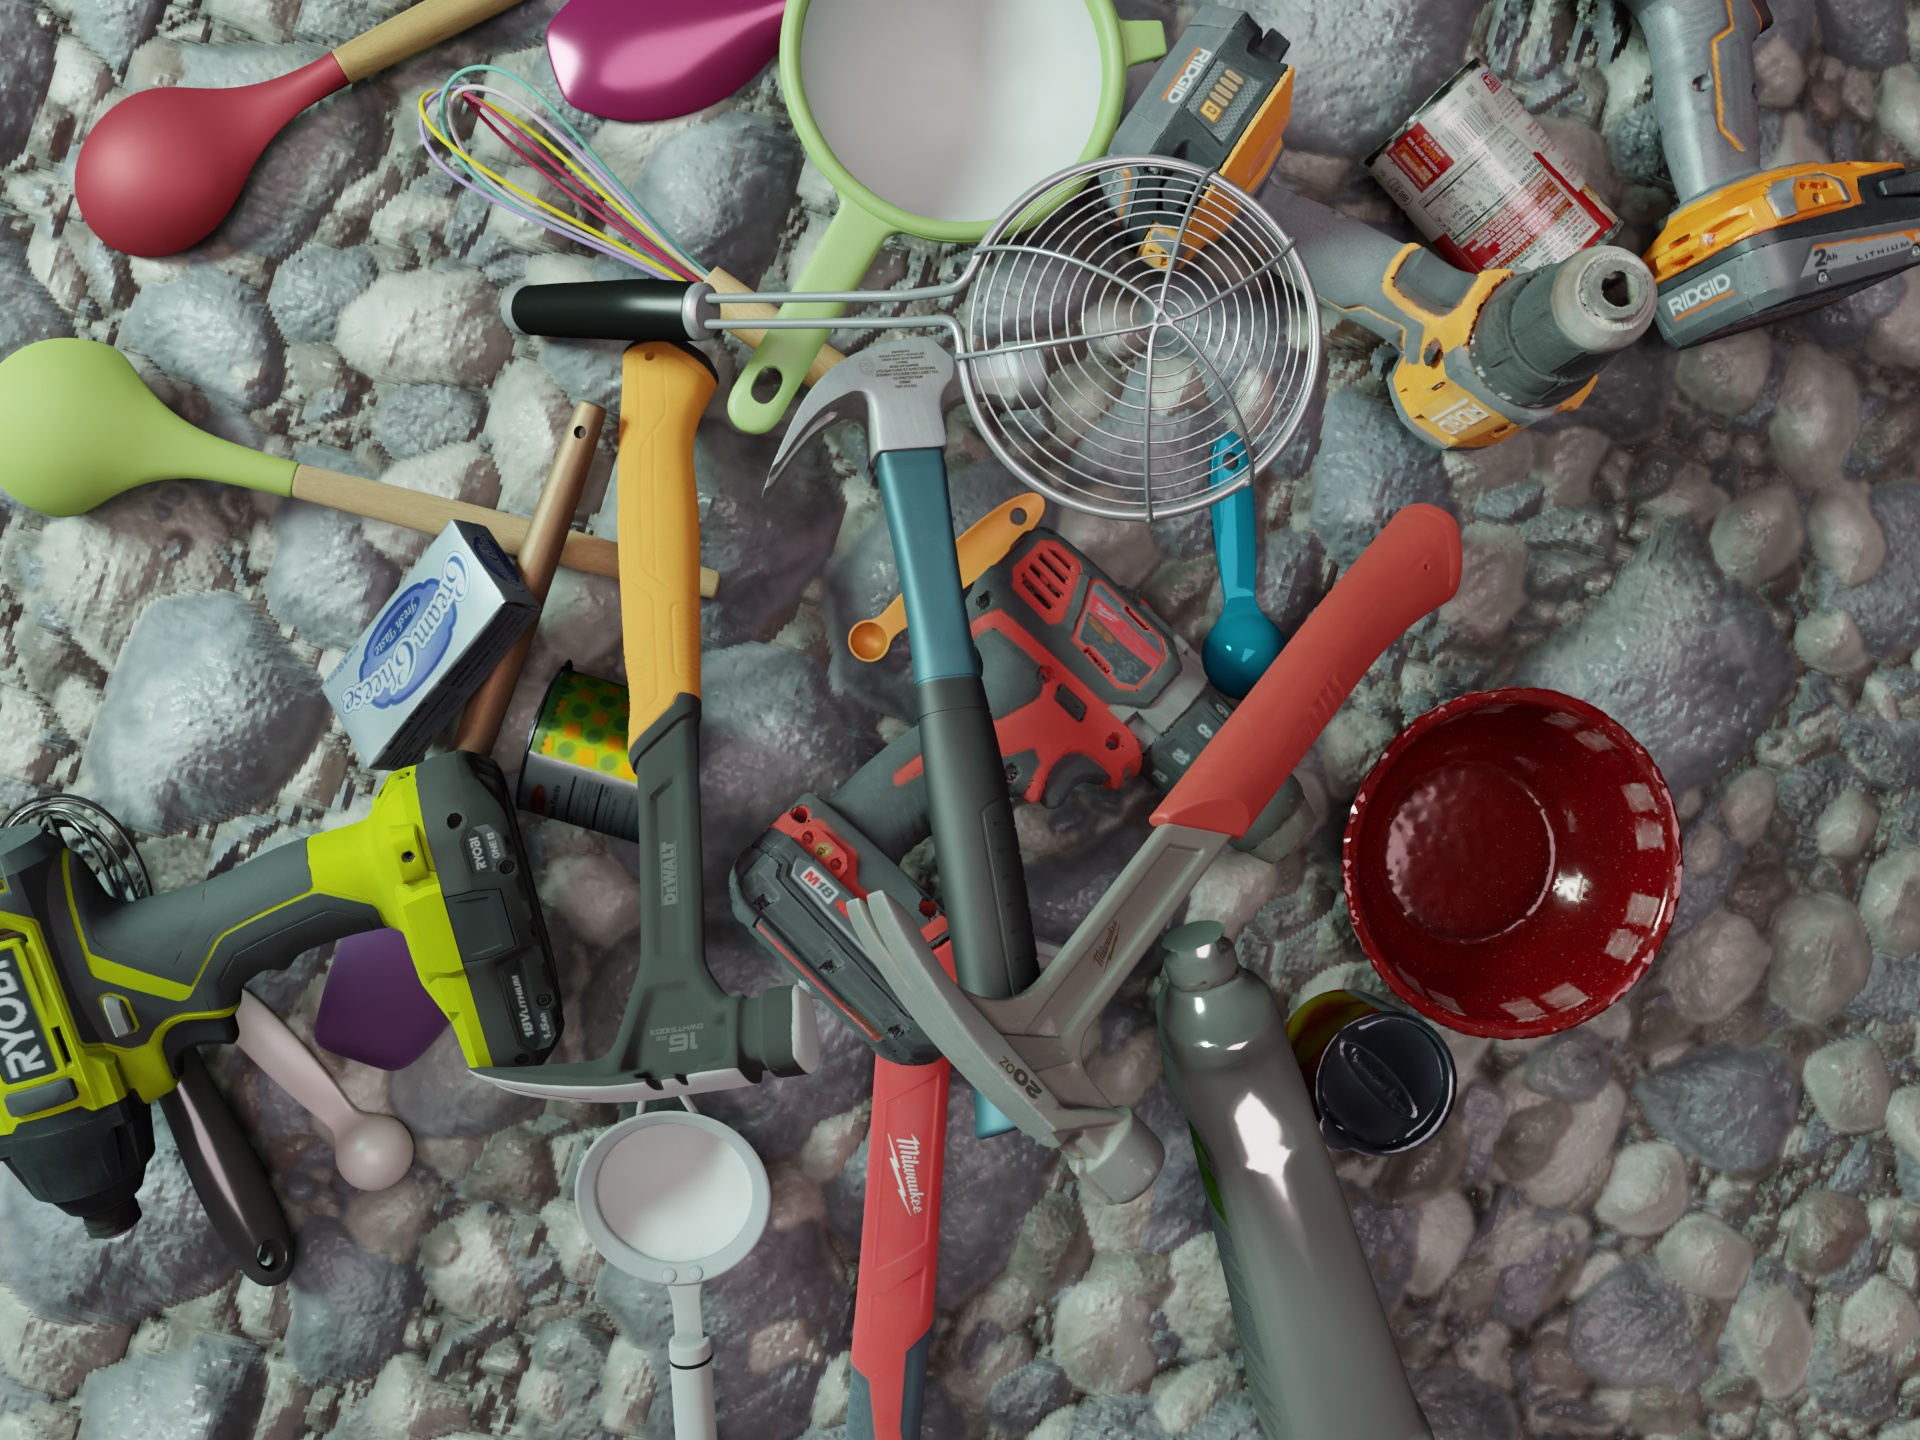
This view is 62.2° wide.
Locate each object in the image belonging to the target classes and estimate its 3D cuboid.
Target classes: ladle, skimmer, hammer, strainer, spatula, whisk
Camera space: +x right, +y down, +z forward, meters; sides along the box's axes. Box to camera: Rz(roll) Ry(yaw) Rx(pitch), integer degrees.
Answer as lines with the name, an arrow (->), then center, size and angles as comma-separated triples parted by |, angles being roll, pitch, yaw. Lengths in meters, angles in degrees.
ladle -> -0.252, -0.301, 0.709 | 0.315, 0.031, 0.069 | -31, 93, -6
skimmer -> -0.040, -0.154, 0.633 | 0.363, 0.090, 0.127 | 11, 94, 37
hammer -> 0.110, 0.013, 0.658 | 0.149, 0.037, 0.359 | 49, 58, -10
strainer -> -0.124, 0.276, 0.721 | 0.087, 0.050, 0.258 | -3, 97, 0
hammer -> -0.001, -0.002, 0.645 | 0.128, 0.033, 0.331 | -6, 75, -16
spatula -> -0.213, 0.010, 0.705 | 0.059, 0.018, 0.316 | 20, 97, -7
ladle -> -0.266, -0.098, 0.708 | 0.320, 0.062, 0.078 | 13, 88, -12
whisk -> -0.351, 0.143, 0.694 | 0.055, 0.055, 0.239 | -24, 97, -5
hammer -> -0.017, 0.287, 0.732 | 0.143, 0.038, 0.386 | 4, 90, -7
whisk -> -0.132, -0.211, 0.716 | 0.245, 0.047, 0.051 | 34, 99, -9
strainer -> -0.033, -0.238, 0.710 | 0.151, 0.069, 0.256 | 30, 90, -11
hammer -> -0.129, -0.015, 0.652 | 0.127, 0.034, 0.337 | -9, 65, 7

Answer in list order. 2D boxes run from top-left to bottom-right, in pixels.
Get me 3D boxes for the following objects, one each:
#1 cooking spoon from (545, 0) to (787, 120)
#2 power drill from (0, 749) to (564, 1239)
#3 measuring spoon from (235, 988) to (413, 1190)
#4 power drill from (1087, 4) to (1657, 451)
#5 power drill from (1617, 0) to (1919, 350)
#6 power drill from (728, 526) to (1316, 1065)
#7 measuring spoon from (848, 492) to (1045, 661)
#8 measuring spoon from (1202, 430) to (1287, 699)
cooking spoon -> -0.034, -0.343, 0.733 | 0.319, 0.017, 0.069 | -17, 94, -5
power drill -> -0.285, 0.109, 0.653 | 0.223, 0.080, 0.171 | -14, 107, -13
measuring spoon -> -0.296, 0.163, 0.712 | 0.034, 0.018, 0.124 | -43, 94, -4
power drill -> 0.173, -0.202, 0.675 | 0.226, 0.185, 0.084 | 34, 89, -2
power drill -> 0.365, -0.302, 0.739 | 0.164, 0.084, 0.226 | -18, 89, -19
power drill -> 0.031, 0.047, 0.695 | 0.188, 0.080, 0.227 | 43, 72, 1
measuring spoon -> -0.006, -0.068, 0.745 | 0.117, 0.011, 0.021 | -40, 94, -8
measuring spoon -> 0.133, -0.073, 0.750 | 0.042, 0.021, 0.128 | -5, 92, -6
